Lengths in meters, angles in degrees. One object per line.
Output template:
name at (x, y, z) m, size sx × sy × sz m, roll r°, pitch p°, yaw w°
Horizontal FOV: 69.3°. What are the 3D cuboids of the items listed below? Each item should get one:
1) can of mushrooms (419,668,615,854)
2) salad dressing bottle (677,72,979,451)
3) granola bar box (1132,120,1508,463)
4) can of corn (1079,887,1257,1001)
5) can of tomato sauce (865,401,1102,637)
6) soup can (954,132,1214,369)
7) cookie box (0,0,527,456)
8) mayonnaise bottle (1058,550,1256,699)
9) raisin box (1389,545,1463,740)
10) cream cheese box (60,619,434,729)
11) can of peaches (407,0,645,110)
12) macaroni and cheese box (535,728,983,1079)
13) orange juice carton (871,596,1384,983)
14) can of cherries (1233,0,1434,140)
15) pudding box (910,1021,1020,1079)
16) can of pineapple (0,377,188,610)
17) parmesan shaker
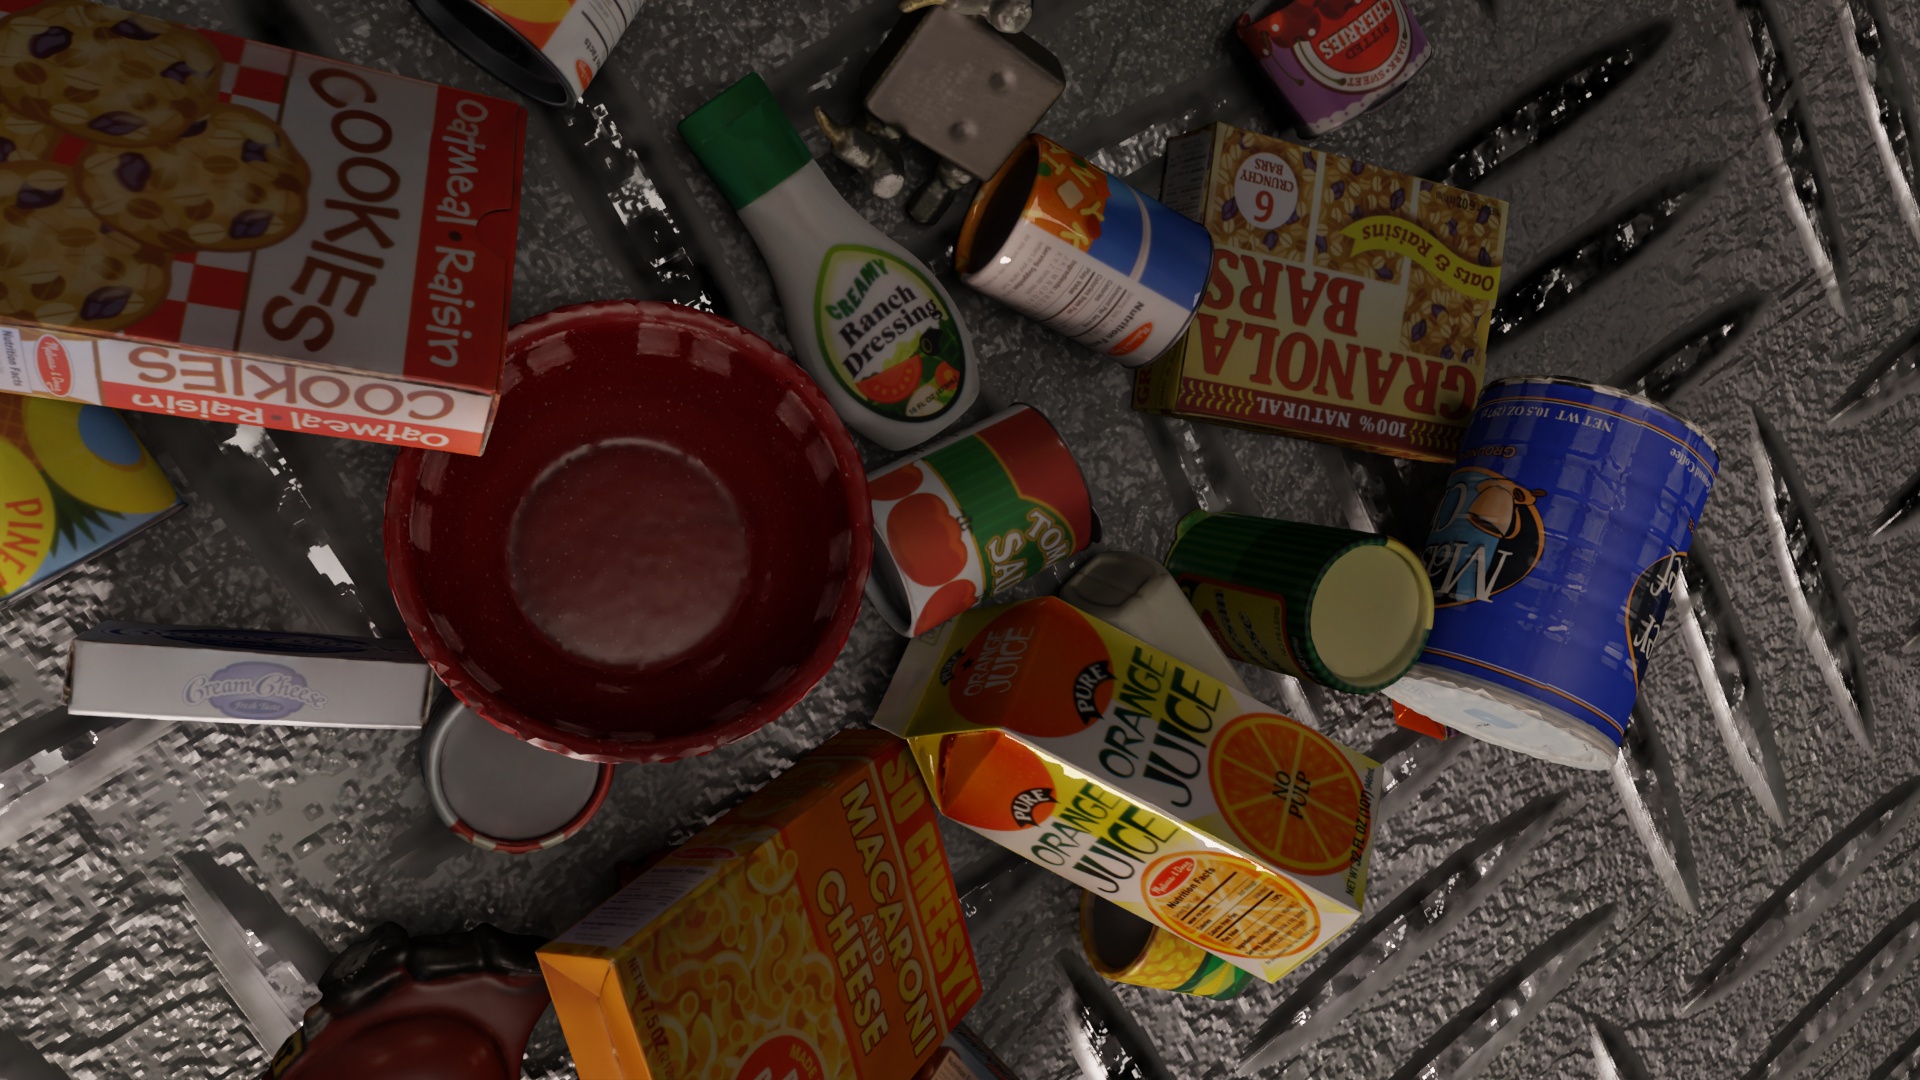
can of mushrooms at (-0.158, 0.078, 0.505) m, size 0.071 × 0.033 × 0.071 m, roll -2°, pitch 95°, yaw -23°
salad dressing bottle at (-0.050, -0.105, 0.530) m, size 0.064 × 0.044 × 0.147 m, roll -39°, pitch 108°, yaw -11°
granola bar box at (0.165, -0.107, 0.627) m, size 0.166 × 0.039 × 0.124 m, roll 7°, pitch 92°, yaw -24°
can of corn at (0.092, 0.164, 0.606) m, size 0.058 × 0.071 × 0.071 m, roll 18°, pitch 88°, yaw -23°
can of tomato sauce at (0.002, -0.007, 0.548) m, size 0.083 × 0.071 × 0.071 m, roll -26°, pitch 105°, yaw -19°
soup can at (0.049, -0.118, 0.562) m, size 0.084 × 0.071 × 0.071 m, roll 23°, pitch 86°, yaw -23°
cookie box at (-0.225, -0.098, 0.424) m, size 0.168 × 0.040 × 0.123 m, roll 8°, pitch 58°, yaw -23°
mayonnaise bottle at (0.103, 0.070, 0.605) m, size 0.041 × 0.065 × 0.147 m, roll -43°, pitch 114°, yaw -11°
raisin box at (0.266, 0.035, 0.684) m, size 0.124 × 0.040 × 0.086 m, roll -18°, pitch 101°, yaw -22°
cream cheese box at (-0.231, 0.044, 0.459) m, size 0.104 × 0.053 × 0.024 m, roll 6°, pitch 91°, yaw -24°
can of peaches at (-0.146, -0.191, 0.469) m, size 0.071 × 0.071 × 0.058 m, roll 35°, pitch 81°, yaw -22°
macaroni and cheese box at (-0.063, 0.158, 0.506) m, size 0.167 × 0.040 × 0.123 m, roll -31°, pitch 111°, yaw -53°
orange juice carton at (0.062, 0.090, 0.549) m, size 0.193 × 0.072 × 0.072 m, roll 27°, pitch 47°, yaw -1°
can of cherries at (0.161, -0.216, 0.598) m, size 0.071 × 0.071 × 0.058 m, roll -43°, pitch 110°, yaw -14°
pudding box at (-0.003, 0.227, 0.560) m, size 0.030 × 0.083 × 0.050 m, roll 37°, pitch 80°, yaw -25°
can of pineapple at (-0.284, -0.017, 0.422) m, size 0.071 × 0.071 × 0.057 m, roll -34°, pitch 107°, yaw -17°
parmesan shaker at (0.139, 0.022, 0.592) m, size 0.071 × 0.103 × 0.071 m, roll -2°, pitch 96°, yaw -23°
